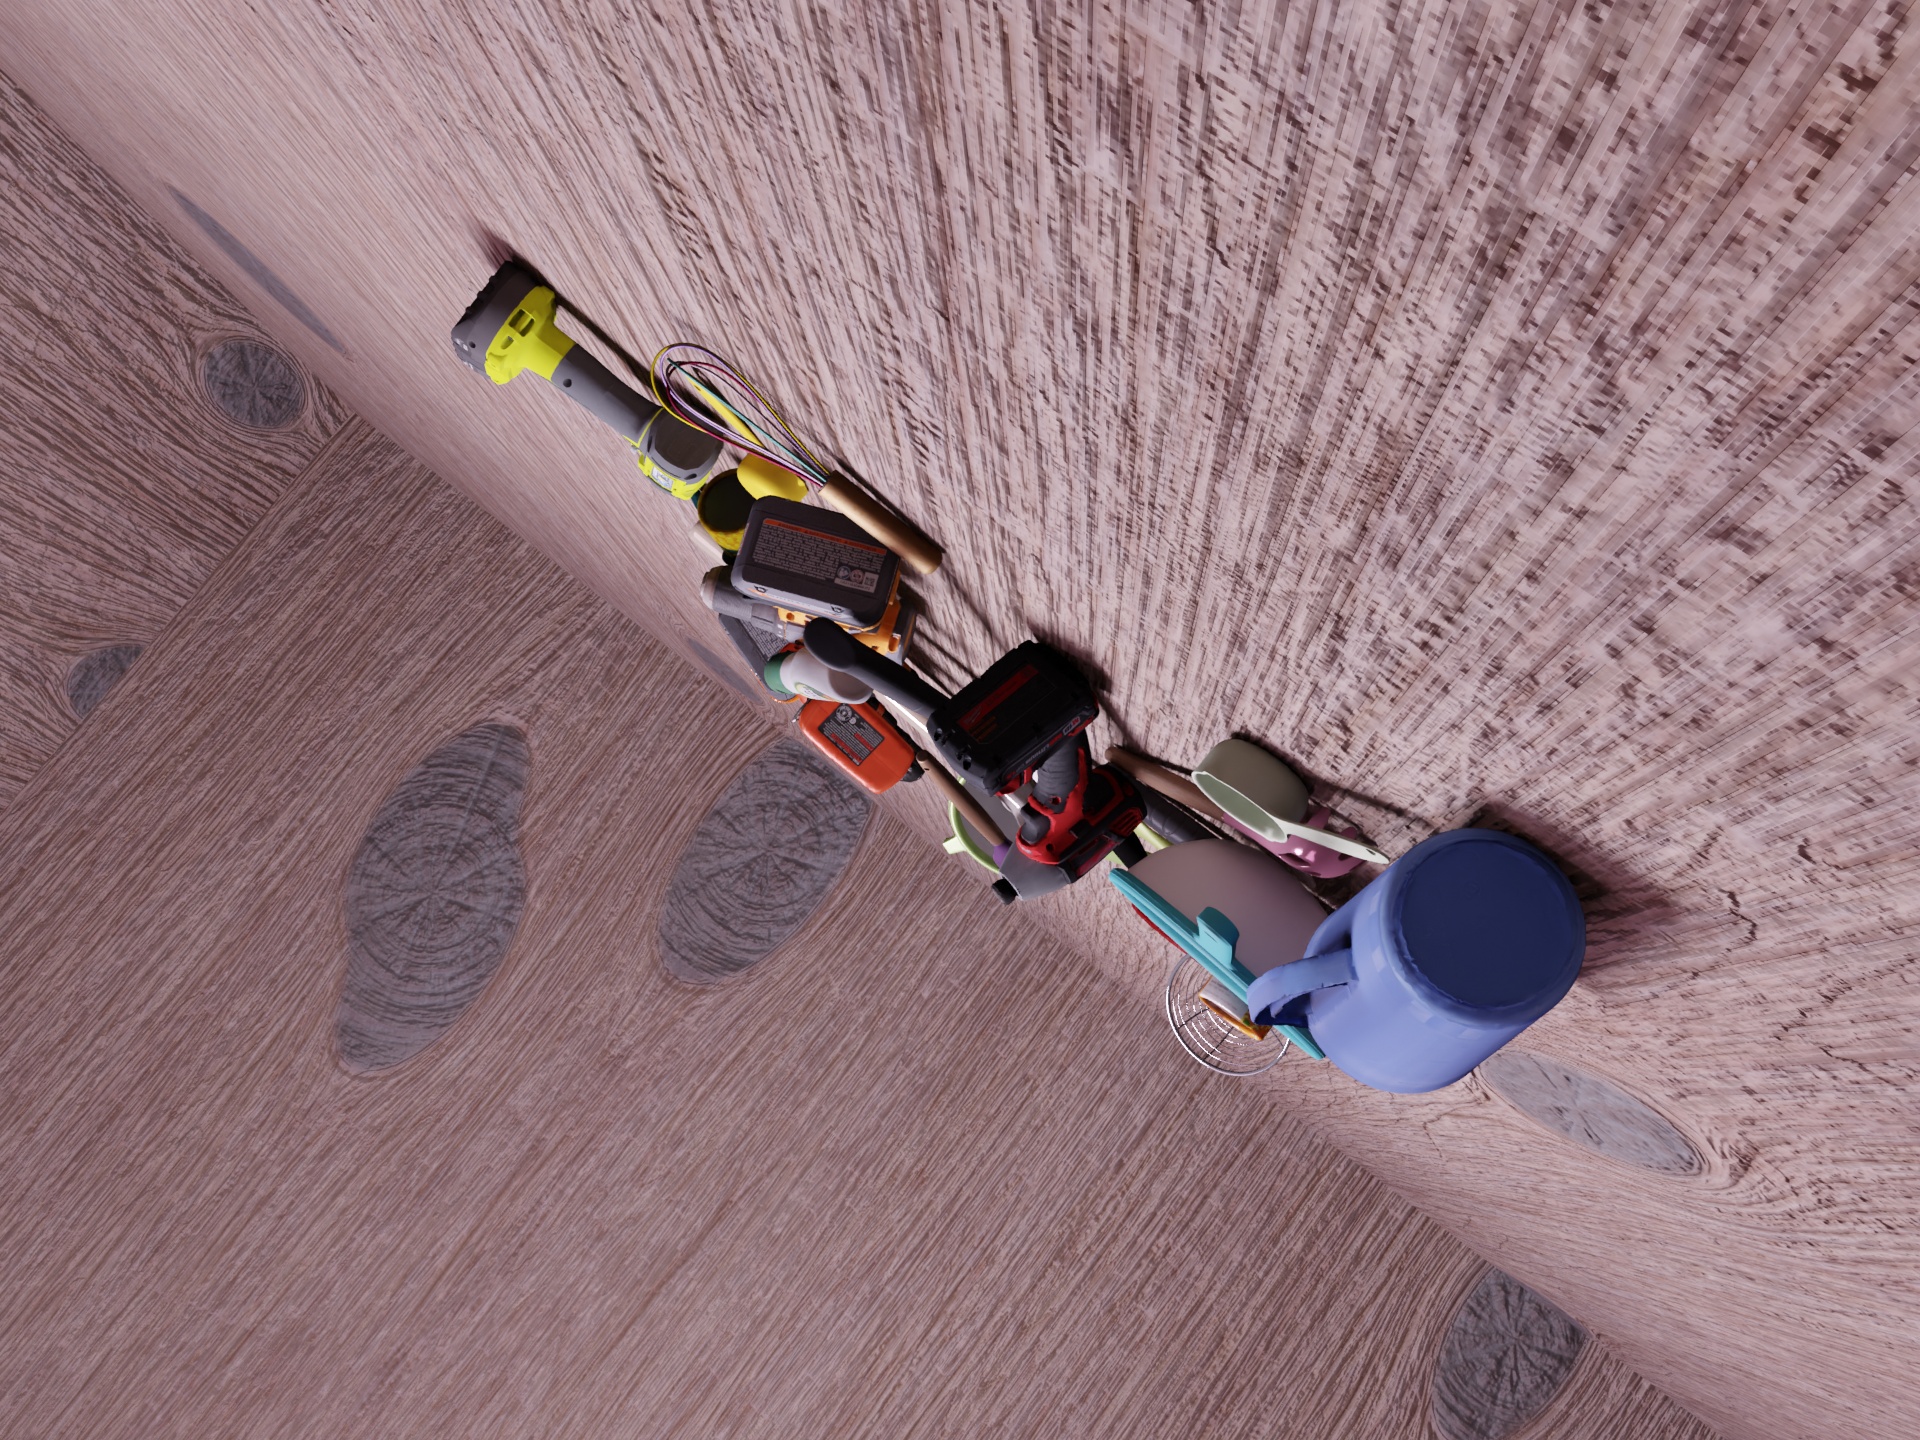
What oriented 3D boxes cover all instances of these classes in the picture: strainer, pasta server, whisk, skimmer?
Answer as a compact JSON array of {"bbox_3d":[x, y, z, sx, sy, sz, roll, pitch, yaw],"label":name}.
[{"bbox_3d":[0.118,0.100,1.585,0.256,0.151,0.069,20,-146,4],"label":"strainer"},{"bbox_3d":[0.192,0.057,1.186,0.060,0.040,0.316,42,174,-26],"label":"pasta server"},{"bbox_3d":[-0.114,-0.180,1.124,0.245,0.047,0.051,37,171,-14],"label":"whisk"},{"bbox_3d":[0.185,0.188,1.418,0.127,0.090,0.362,-13,133,33],"label":"skimmer"},{"bbox_3d":[0.211,0.140,1.153,0.211,0.095,0.340,41,176,16],"label":"strainer"}]

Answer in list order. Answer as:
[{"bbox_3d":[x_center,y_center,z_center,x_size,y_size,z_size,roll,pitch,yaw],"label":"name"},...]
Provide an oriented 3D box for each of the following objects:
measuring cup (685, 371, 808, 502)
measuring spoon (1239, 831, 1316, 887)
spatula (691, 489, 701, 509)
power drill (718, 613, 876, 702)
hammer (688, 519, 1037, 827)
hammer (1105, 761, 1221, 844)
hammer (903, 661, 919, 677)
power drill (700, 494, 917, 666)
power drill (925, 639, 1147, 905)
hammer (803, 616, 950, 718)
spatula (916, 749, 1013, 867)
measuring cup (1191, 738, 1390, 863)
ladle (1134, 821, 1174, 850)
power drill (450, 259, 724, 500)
[{"bbox_3d":[-0.173,-0.212,1.228,0.062,0.029,0.156,31,171,38],"label":"measuring cup"},{"bbox_3d":[0.244,0.104,1.231,0.034,0.018,0.124,27,167,49],"label":"measuring spoon"},{"bbox_3d":[-0.165,-0.165,1.477,0.318,0.044,0.082,23,163,43],"label":"spatula"},{"bbox_3d":[-0.176,-0.081,1.686,0.164,0.084,0.226,54,-176,13],"label":"power drill"},{"bbox_3d":[-0.082,-0.044,1.444,0.410,0.038,0.146,40,-177,-5],"label":"hammer"},{"bbox_3d":[0.250,0.139,1.338,0.335,0.035,0.146,36,170,14],"label":"hammer"},{"bbox_3d":[-0.069,-0.056,1.614,0.336,0.034,0.127,42,169,-24],"label":"hammer"},{"bbox_3d":[-0.130,-0.108,1.279,0.185,0.084,0.226,15,170,3],"label":"power drill"},{"bbox_3d":[0.060,0.053,1.232,0.079,0.143,0.219,44,168,38],"label":"power drill"},{"bbox_3d":[-0.002,-0.004,1.302,0.149,0.036,0.408,45,-172,33],"label":"hammer"},{"bbox_3d":[0.028,0.099,1.470,0.060,0.018,0.315,-1,153,24],"label":"spatula"},{"bbox_3d":[0.218,0.053,1.014,0.083,0.038,0.168,43,168,-33],"label":"measuring cup"},{"bbox_3d":[0.216,0.146,1.451,0.320,0.062,0.078,31,150,22],"label":"ladle"},{"bbox_3d":[-0.302,-0.268,1.317,0.223,0.080,0.171,36,172,-11],"label":"power drill"}]
